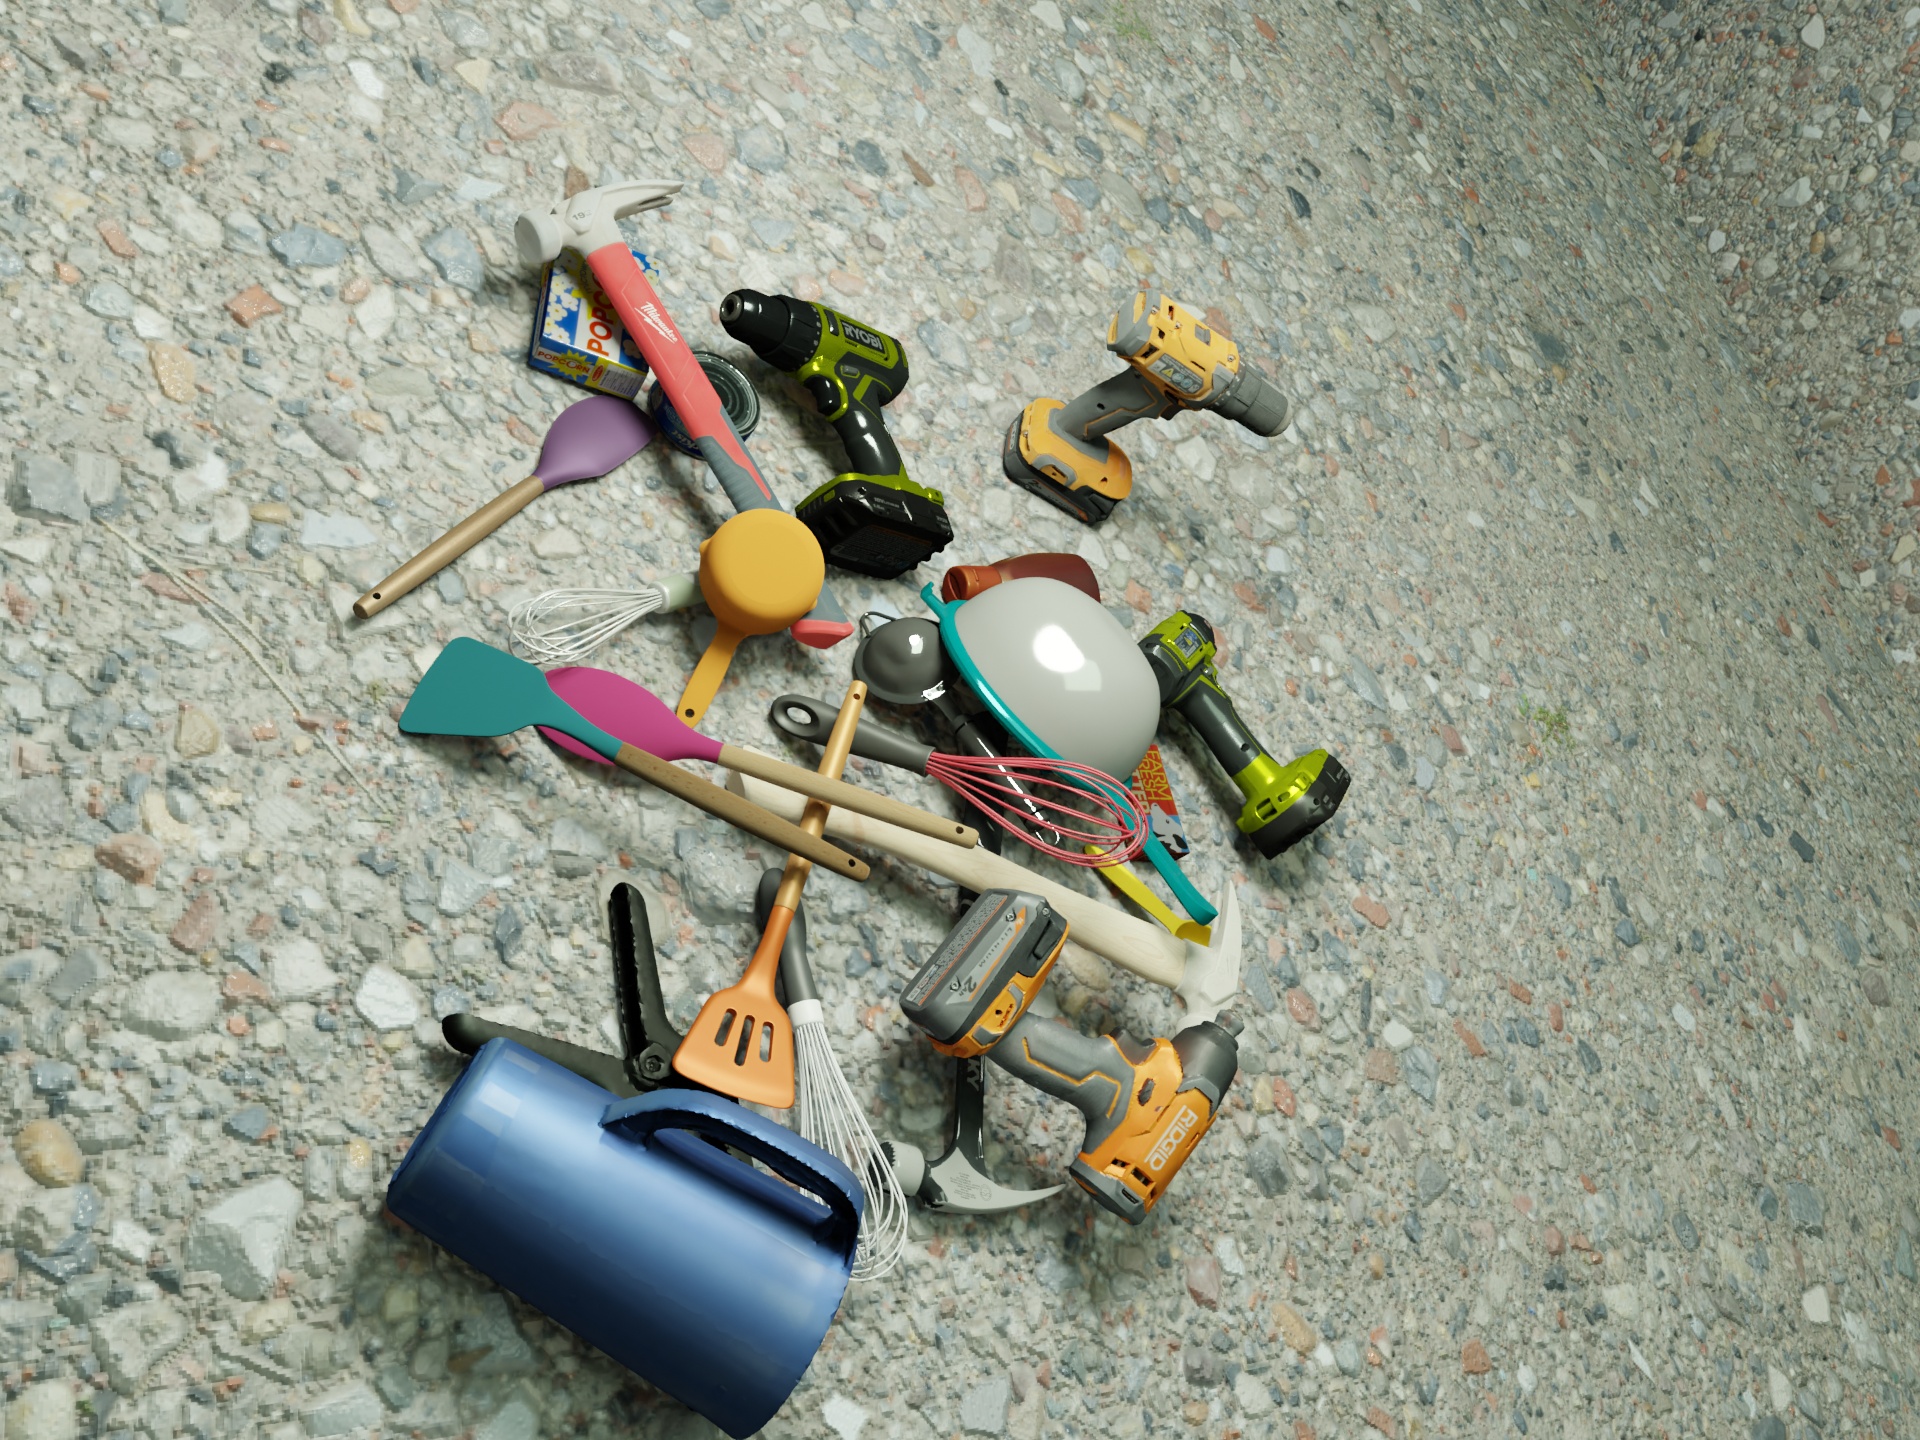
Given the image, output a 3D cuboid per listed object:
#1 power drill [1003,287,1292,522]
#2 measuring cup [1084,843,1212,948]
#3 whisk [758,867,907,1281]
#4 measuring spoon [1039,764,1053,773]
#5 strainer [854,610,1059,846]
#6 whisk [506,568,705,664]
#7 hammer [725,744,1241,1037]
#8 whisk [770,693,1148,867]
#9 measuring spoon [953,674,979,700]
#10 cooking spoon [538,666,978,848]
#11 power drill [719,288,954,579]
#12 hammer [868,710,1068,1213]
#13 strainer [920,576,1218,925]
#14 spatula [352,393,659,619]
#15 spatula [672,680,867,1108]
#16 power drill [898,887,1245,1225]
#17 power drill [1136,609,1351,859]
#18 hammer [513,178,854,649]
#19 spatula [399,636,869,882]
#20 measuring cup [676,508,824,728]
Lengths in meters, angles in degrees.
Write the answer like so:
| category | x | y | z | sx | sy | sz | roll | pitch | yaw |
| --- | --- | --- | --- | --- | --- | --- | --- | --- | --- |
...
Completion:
| category | x | y | z | sx | sy | sz | roll | pitch | yaw |
| --- | --- | --- | --- | --- | --- | --- | --- | --- | --- |
| power drill | 0.169 | -0.271 | 1.440 | 0.185 | 0.226 | 0.084 | 27 | 51 | -24 |
| measuring cup | 0.156 | 0.163 | 1.317 | 0.156 | 0.029 | 0.062 | 43 | 45 | 7 |
| whisk | -0.096 | 0.226 | 1.051 | 0.070 | 0.070 | 0.285 | 4 | 57 | -37 |
| measuring spoon | 0.106 | 0.016 | 1.370 | 0.042 | 0.021 | 0.128 | 47 | 53 | 11 |
| strainer | -0.002 | -0.004 | 1.221 | 0.087 | 0.050 | 0.259 | -30 | 67 | -18 |
| whisk | -0.224 | -0.088 | 1.147 | 0.058 | 0.059 | 0.246 | 37 | 35 | 23 |
| hammer | 0.024 | 0.108 | 1.178 | 0.410 | 0.038 | 0.146 | 25 | 48 | -11 |
| whisk | -0.004 | 0.036 | 1.157 | 0.296 | 0.073 | 0.073 | 19 | 46 | 12 |
| measuring spoon | 0.045 | -0.021 | 1.337 | 0.124 | 0.018 | 0.034 | 17 | 55 | -29 |
| cooking spoon | -0.139 | 0.031 | 1.086 | 0.319 | 0.017 | 0.069 | 19 | 58 | -3 |
| power drill | -0.101 | -0.241 | 1.294 | 0.190 | 0.080 | 0.229 | 10 | 57 | -51 |
| hammer | 0.017 | 0.166 | 1.191 | 0.149 | 0.036 | 0.409 | 24 | 51 | -27 |
| strainer | 0.121 | 0.001 | 1.236 | 0.210 | 0.095 | 0.341 | 17 | 32 | -54 |
| spatula | -0.319 | -0.158 | 1.129 | 0.060 | 0.018 | 0.316 | 40 | 44 | -3 |
| spatula | -0.109 | 0.104 | 1.073 | 0.081 | 0.041 | 0.323 | 22 | 59 | -10 |
| power drill | 0.088 | 0.216 | 1.101 | 0.226 | 0.084 | 0.164 | 43 | 75 | -12 |
| power drill | 0.247 | 0.002 | 1.437 | 0.223 | 0.080 | 0.171 | 50 | 30 | 1 |
| hammer | -0.180 | -0.232 | 1.211 | 0.143 | 0.038 | 0.386 | -32 | 91 | -37 |
| spatula | -0.205 | 0.036 | 1.049 | 0.317 | 0.044 | 0.082 | 28 | 52 | -11 |
| measuring cup | -0.159 | -0.072 | 1.137 | 0.095 | 0.052 | 0.174 | 28 | 75 | -12 |
